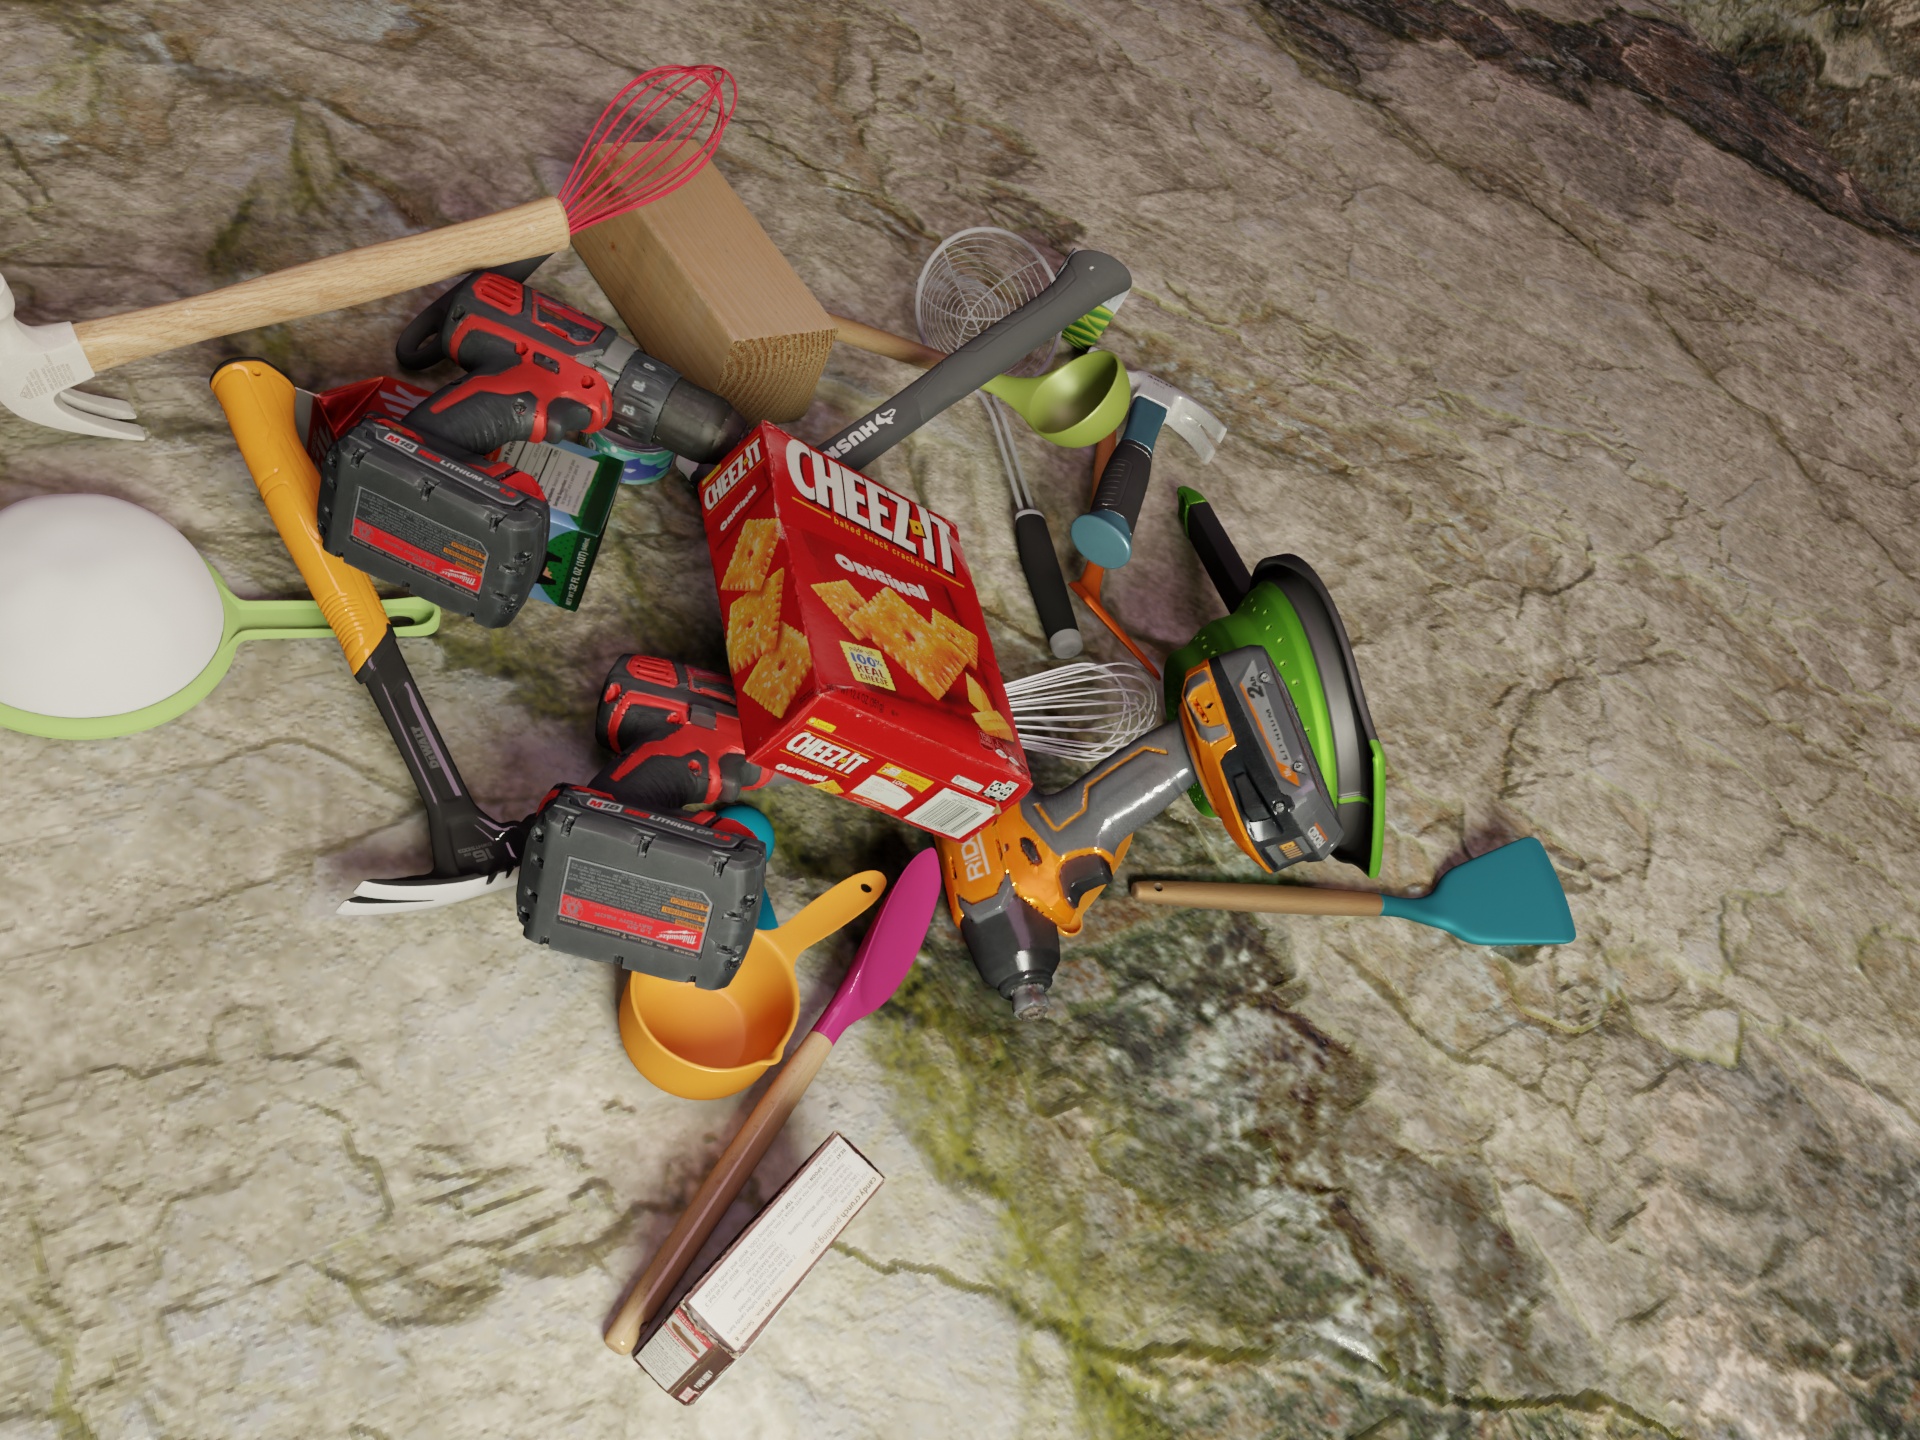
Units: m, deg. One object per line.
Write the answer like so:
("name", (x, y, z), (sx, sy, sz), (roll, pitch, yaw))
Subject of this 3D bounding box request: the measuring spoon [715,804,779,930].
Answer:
("measuring spoon", (-0.113, 0.098, 0.892), (0.042, 0.021, 0.129), (-2, 54, -27))

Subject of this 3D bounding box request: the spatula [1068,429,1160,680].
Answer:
("spatula", (0.109, -0.141, 1.156), (0.081, 0.041, 0.323), (44, 32, -26))

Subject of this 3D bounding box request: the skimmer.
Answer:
("skimmer", (0.048, -0.213, 1.175), (0.127, 0.090, 0.364), (3, 53, -24))

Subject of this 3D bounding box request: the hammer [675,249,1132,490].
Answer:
("hammer", (-0.018, -0.217, 1.081), (0.335, 0.035, 0.146), (-37, 68, -12))

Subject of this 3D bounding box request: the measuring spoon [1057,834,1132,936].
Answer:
("measuring spoon", (0.084, 0.098, 1.002), (0.021, 0.011, 0.117), (35, 43, 3))

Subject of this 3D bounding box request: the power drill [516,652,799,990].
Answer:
("power drill", (-0.142, 0.041, 0.848), (0.143, 0.078, 0.220), (16, 27, -4))

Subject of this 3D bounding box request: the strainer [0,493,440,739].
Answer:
("strainer", (-0.409, -0.070, 0.849), (0.256, 0.069, 0.152), (-2, 55, -26))

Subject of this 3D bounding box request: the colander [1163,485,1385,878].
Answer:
("colander", (0.174, -0.048, 1.091), (0.094, 0.204, 0.398), (-12, 38, -3))

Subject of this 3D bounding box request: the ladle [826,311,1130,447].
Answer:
("ladle", (-0.028, -0.271, 1.154), (0.320, 0.062, 0.078), (22, 69, 13))

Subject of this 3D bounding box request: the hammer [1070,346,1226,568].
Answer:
("hammer", (0.126, -0.194, 1.181), (0.128, 0.033, 0.331), (25, 32, -1))

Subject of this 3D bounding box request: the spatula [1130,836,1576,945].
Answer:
("spatula", (0.259, 0.114, 1.050), (0.317, 0.044, 0.082), (5, 55, -22))

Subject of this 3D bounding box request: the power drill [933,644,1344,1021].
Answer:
("power drill", (0.095, 0.067, 0.910), (0.084, 0.226, 0.164), (45, 26, -54))

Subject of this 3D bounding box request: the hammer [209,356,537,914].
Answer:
("hammer", (-0.330, -0.054, 0.849), (0.127, 0.034, 0.337), (-13, 69, -50))

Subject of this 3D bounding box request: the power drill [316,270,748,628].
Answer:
("power drill", (-0.234, -0.155, 0.902), (0.188, 0.080, 0.227), (25, 43, -6))

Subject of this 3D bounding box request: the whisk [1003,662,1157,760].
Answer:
("whisk", (-0.002, -0.002, 1.011), (0.284, 0.070, 0.070), (-2, 55, -21))

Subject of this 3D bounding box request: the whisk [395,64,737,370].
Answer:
("whisk", (-0.262, -0.336, 1.061), (0.073, 0.073, 0.296), (44, 83, 11))

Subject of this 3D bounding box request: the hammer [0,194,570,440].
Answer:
("hammer", (-0.387, -0.246, 0.923), (0.331, 0.130, 0.031), (-22, 67, -20))

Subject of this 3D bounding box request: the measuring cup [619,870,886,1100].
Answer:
("measuring cup", (-0.106, 0.134, 0.849), (0.095, 0.052, 0.173), (45, 46, 13))

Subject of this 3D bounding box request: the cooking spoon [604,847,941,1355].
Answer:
("cooking spoon", (-0.086, 0.185, 0.824), (0.017, 0.068, 0.319), (15, 47, 23))
